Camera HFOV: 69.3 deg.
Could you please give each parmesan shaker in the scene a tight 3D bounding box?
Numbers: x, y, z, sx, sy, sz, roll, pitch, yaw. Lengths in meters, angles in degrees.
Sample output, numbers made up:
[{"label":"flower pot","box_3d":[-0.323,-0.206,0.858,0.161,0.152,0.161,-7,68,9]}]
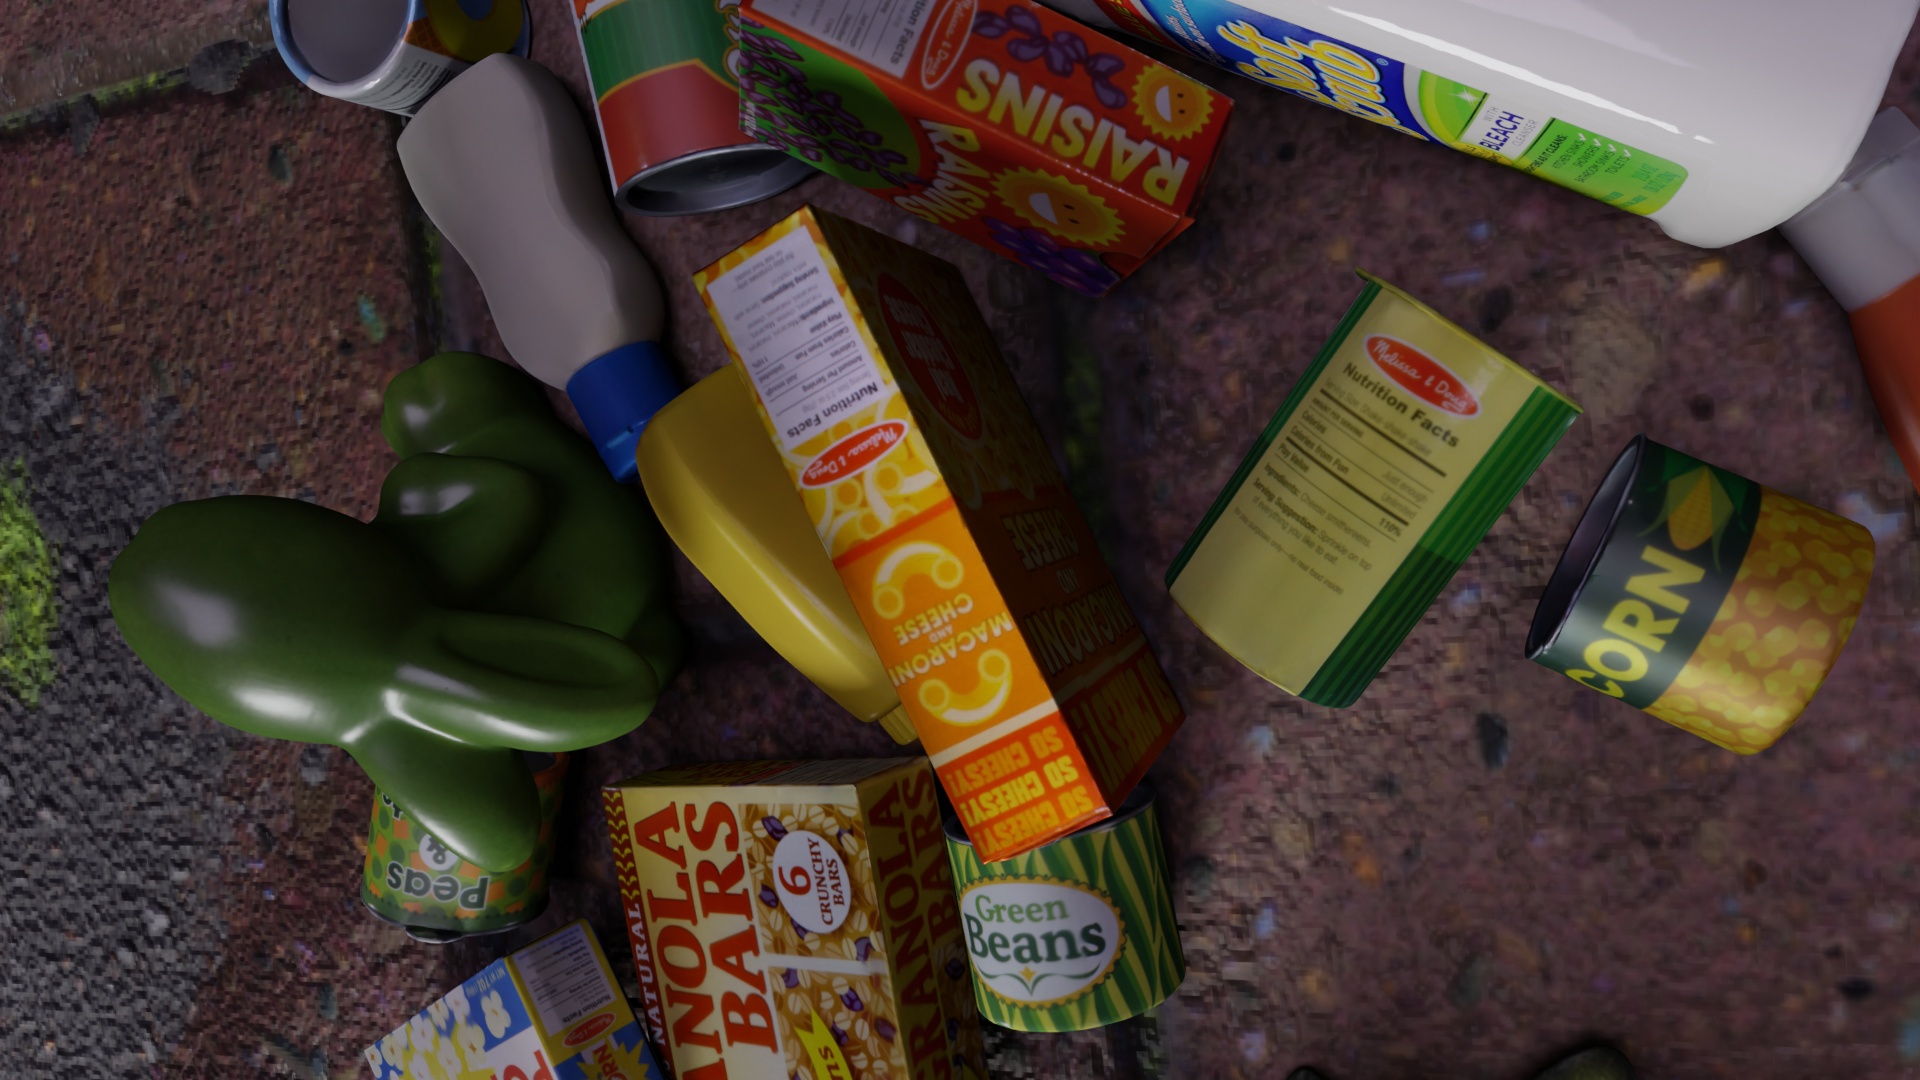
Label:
[{"label":"parmesan shaker","box_3d":[0.110,-0.014,0.388,0.071,0.071,0.102,37,107,14]}]

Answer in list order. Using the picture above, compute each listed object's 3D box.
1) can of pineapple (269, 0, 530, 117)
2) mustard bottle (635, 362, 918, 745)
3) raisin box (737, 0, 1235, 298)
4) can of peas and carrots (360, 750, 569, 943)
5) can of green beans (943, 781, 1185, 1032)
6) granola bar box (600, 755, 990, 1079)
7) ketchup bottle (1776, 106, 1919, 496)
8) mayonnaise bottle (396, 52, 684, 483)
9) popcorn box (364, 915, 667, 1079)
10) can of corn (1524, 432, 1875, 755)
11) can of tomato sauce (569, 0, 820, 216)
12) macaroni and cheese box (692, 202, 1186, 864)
[{"label":"can of pineapple","box_3d":[-0.198,-0.186,0.491,0.071,0.058,0.071,2,96,21]},{"label":"mustard bottle","box_3d":[-0.036,0.017,0.446,0.160,0.065,0.048,51,150,2]},{"label":"raisin box","box_3d":[0.002,-0.117,0.383,0.123,0.086,0.040,23,82,-7]},{"label":"can of peas and carrots","box_3d":[-0.180,0.103,0.504,0.071,0.071,0.058,14,99,19]},{"label":"can of green beans","box_3d":[0.032,0.110,0.427,0.071,0.071,0.057,-9,92,21]},{"label":"granola bar box","box_3d":[-0.052,0.157,0.462,0.124,0.039,0.165,-9,92,38]},{"label":"ketchup bottle","box_3d":[0.259,-0.037,0.340,0.064,0.043,0.149,-36,82,19]},{"label":"mayonnaise bottle","box_3d":[-0.139,-0.092,0.487,0.064,0.041,0.148,-31,85,22]},{"label":"popcorn box","box_3d":[-0.159,0.198,0.501,0.126,0.038,0.085,-37,78,38]},{"label":"can of corn","box_3d":[0.188,0.015,0.358,0.058,0.071,0.071,26,104,16]},{"label":"can of tomato sauce","box_3d":[-0.086,-0.155,0.448,0.071,0.071,0.083,-14,90,21]},{"label":"macaroni and cheese box","box_3d":[0.001,-0.005,0.396,0.040,0.124,0.166,-28,85,17]}]
